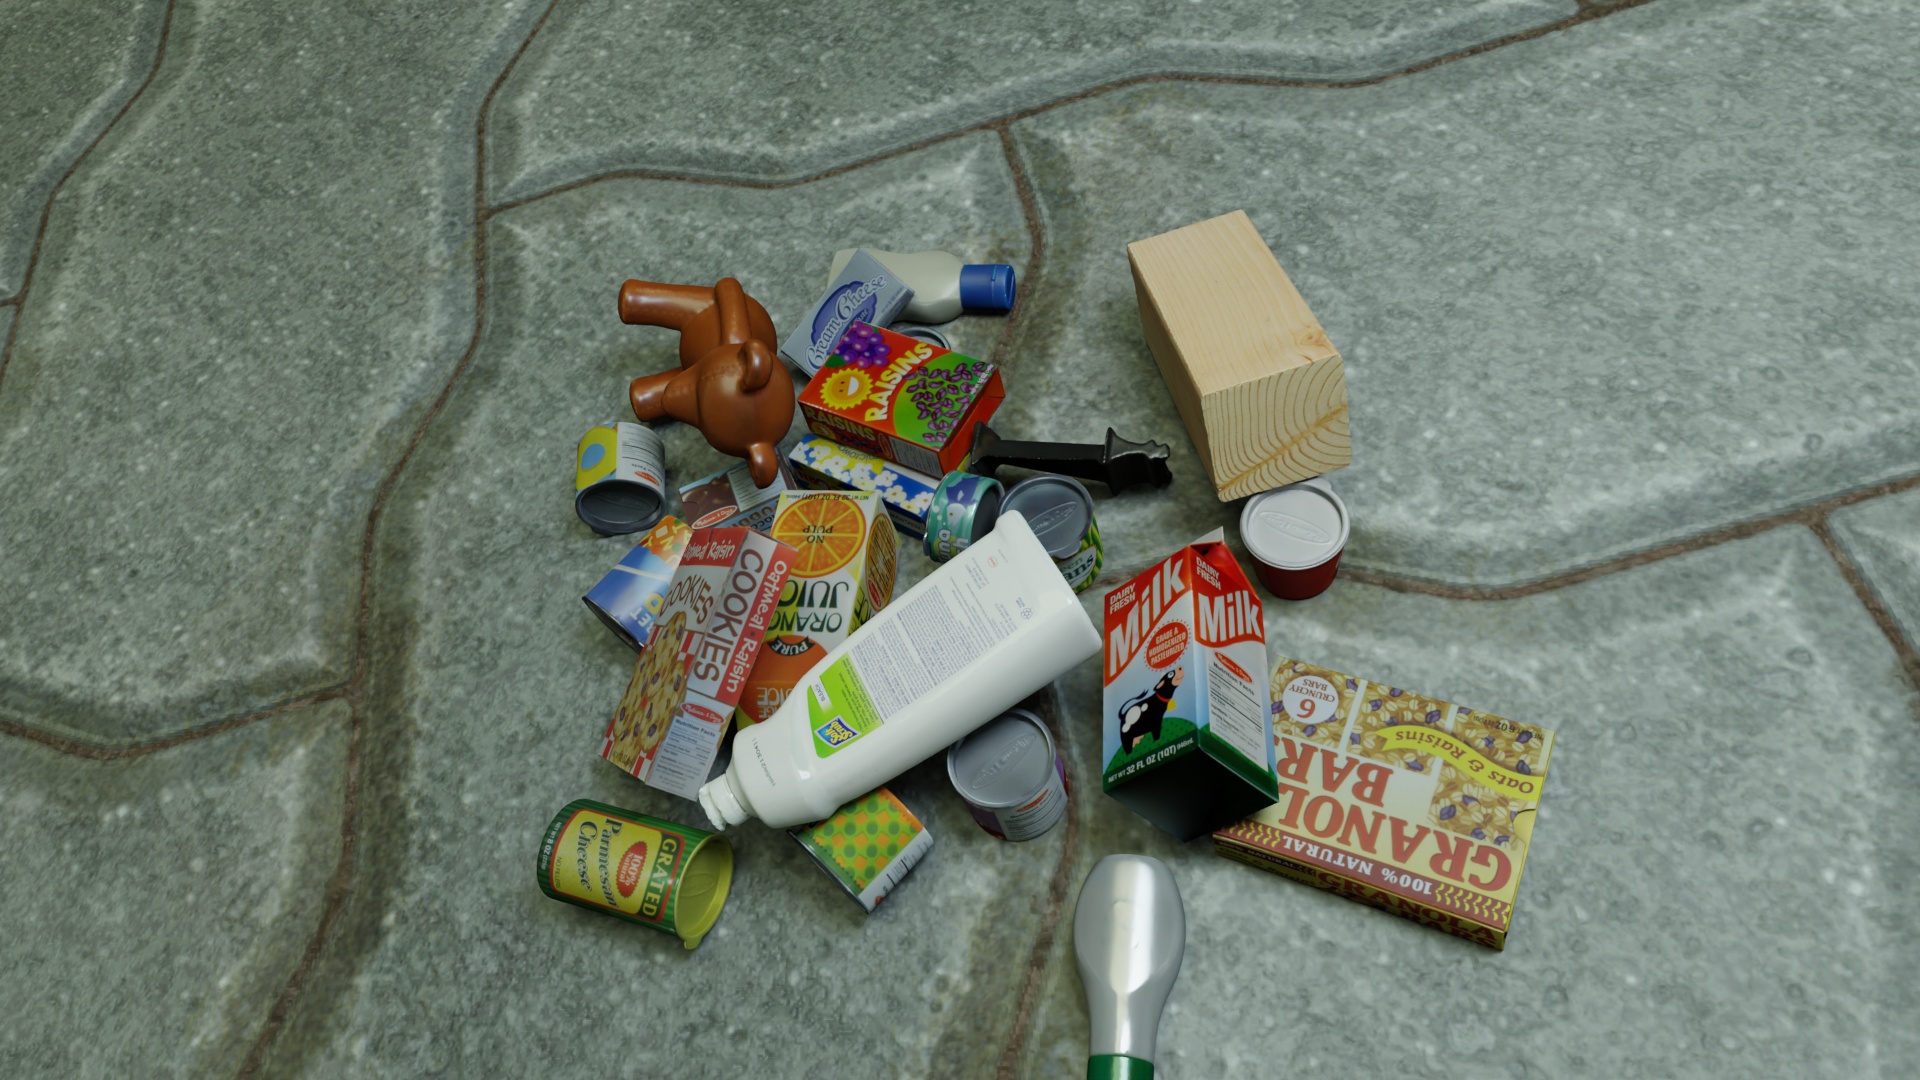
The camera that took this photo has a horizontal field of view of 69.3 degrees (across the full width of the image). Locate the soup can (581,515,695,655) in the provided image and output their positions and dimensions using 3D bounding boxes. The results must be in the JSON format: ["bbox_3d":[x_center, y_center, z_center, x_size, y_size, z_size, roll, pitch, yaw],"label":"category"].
[{"bbox_3d":[-0.212,0.035,0.983,0.071,0.071,0.084,32,69,30],"label":"soup can"}]

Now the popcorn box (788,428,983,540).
[{"bbox_3d":[-0.051,-0.060,1.021,0.127,0.038,0.085,24,66,27],"label":"popcorn box"}]

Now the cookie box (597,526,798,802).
[{"bbox_3d":[-0.172,0.074,0.897,0.123,0.040,0.168,-2,65,63],"label":"cookie box"}]

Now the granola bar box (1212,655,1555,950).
[{"bbox_3d":[0.245,0.148,0.806,0.165,0.039,0.125,15,62,23],"label":"granola bar box"}]

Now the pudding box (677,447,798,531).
[{"bbox_3d":[-0.163,-0.030,1.036,0.084,0.030,0.050,-24,56,-2],"label":"pudding box"}]

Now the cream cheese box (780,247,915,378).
[{"bbox_3d":[-0.088,-0.171,1.085,0.053,0.024,0.103,41,97,16],"label":"cream cheese box"}]

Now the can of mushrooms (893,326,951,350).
[{"bbox_3d":[-0.037,-0.131,1.069,0.071,0.033,0.071,-7,56,10],"label":"can of mushrooms"}]

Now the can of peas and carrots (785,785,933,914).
[{"bbox_3d":[-0.061,0.181,0.845,0.071,0.070,0.059,36,71,31],"label":"can of peas and carrots"}]

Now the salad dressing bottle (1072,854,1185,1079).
[{"bbox_3d":[0.092,0.253,0.774,0.064,0.043,0.148,1,58,13],"label":"salad dressing bottle"}]

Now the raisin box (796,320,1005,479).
[{"bbox_3d":[-0.042,-0.102,1.000,0.123,0.040,0.086,21,64,24],"label":"raisin box"}]

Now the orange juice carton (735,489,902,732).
[{"bbox_3d":[-0.097,0.063,0.930,0.072,0.072,0.193,1,58,15],"label":"orange juice carton"}]

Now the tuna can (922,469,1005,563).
[{"bbox_3d":[0.003,-0.012,0.958,0.033,0.070,0.071,13,61,22],"label":"tuna can"}]

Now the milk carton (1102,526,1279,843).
[{"bbox_3d":[0.136,0.075,0.837,0.072,0.073,0.191,-34,34,35],"label":"milk carton"}]

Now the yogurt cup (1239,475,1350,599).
[{"bbox_3d":[0.217,0.002,0.902,0.072,0.053,0.073,-7,56,10],"label":"yogurt cup"}]

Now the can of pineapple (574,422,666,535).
[{"bbox_3d":[-0.258,-0.047,1.050,0.071,0.070,0.058,-13,55,6],"label":"can of pineapple"}]

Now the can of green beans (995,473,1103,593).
[{"bbox_3d":[0.061,-0.002,0.942,0.071,0.057,0.071,-7,56,10],"label":"can of green beans"}]

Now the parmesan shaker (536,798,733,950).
[{"bbox_3d":[-0.204,0.207,0.867,0.103,0.071,0.071,9,60,20],"label":"parmesan shaker"}]

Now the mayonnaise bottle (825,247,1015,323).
[{"bbox_3d":[-0.031,-0.202,1.111,0.148,0.041,0.065,3,66,15],"label":"mayonnaise bottle"}]

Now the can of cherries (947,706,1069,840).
[{"bbox_3d":[0.029,0.142,0.854,0.071,0.058,0.072,-7,56,11],"label":"can of cherries"}]
